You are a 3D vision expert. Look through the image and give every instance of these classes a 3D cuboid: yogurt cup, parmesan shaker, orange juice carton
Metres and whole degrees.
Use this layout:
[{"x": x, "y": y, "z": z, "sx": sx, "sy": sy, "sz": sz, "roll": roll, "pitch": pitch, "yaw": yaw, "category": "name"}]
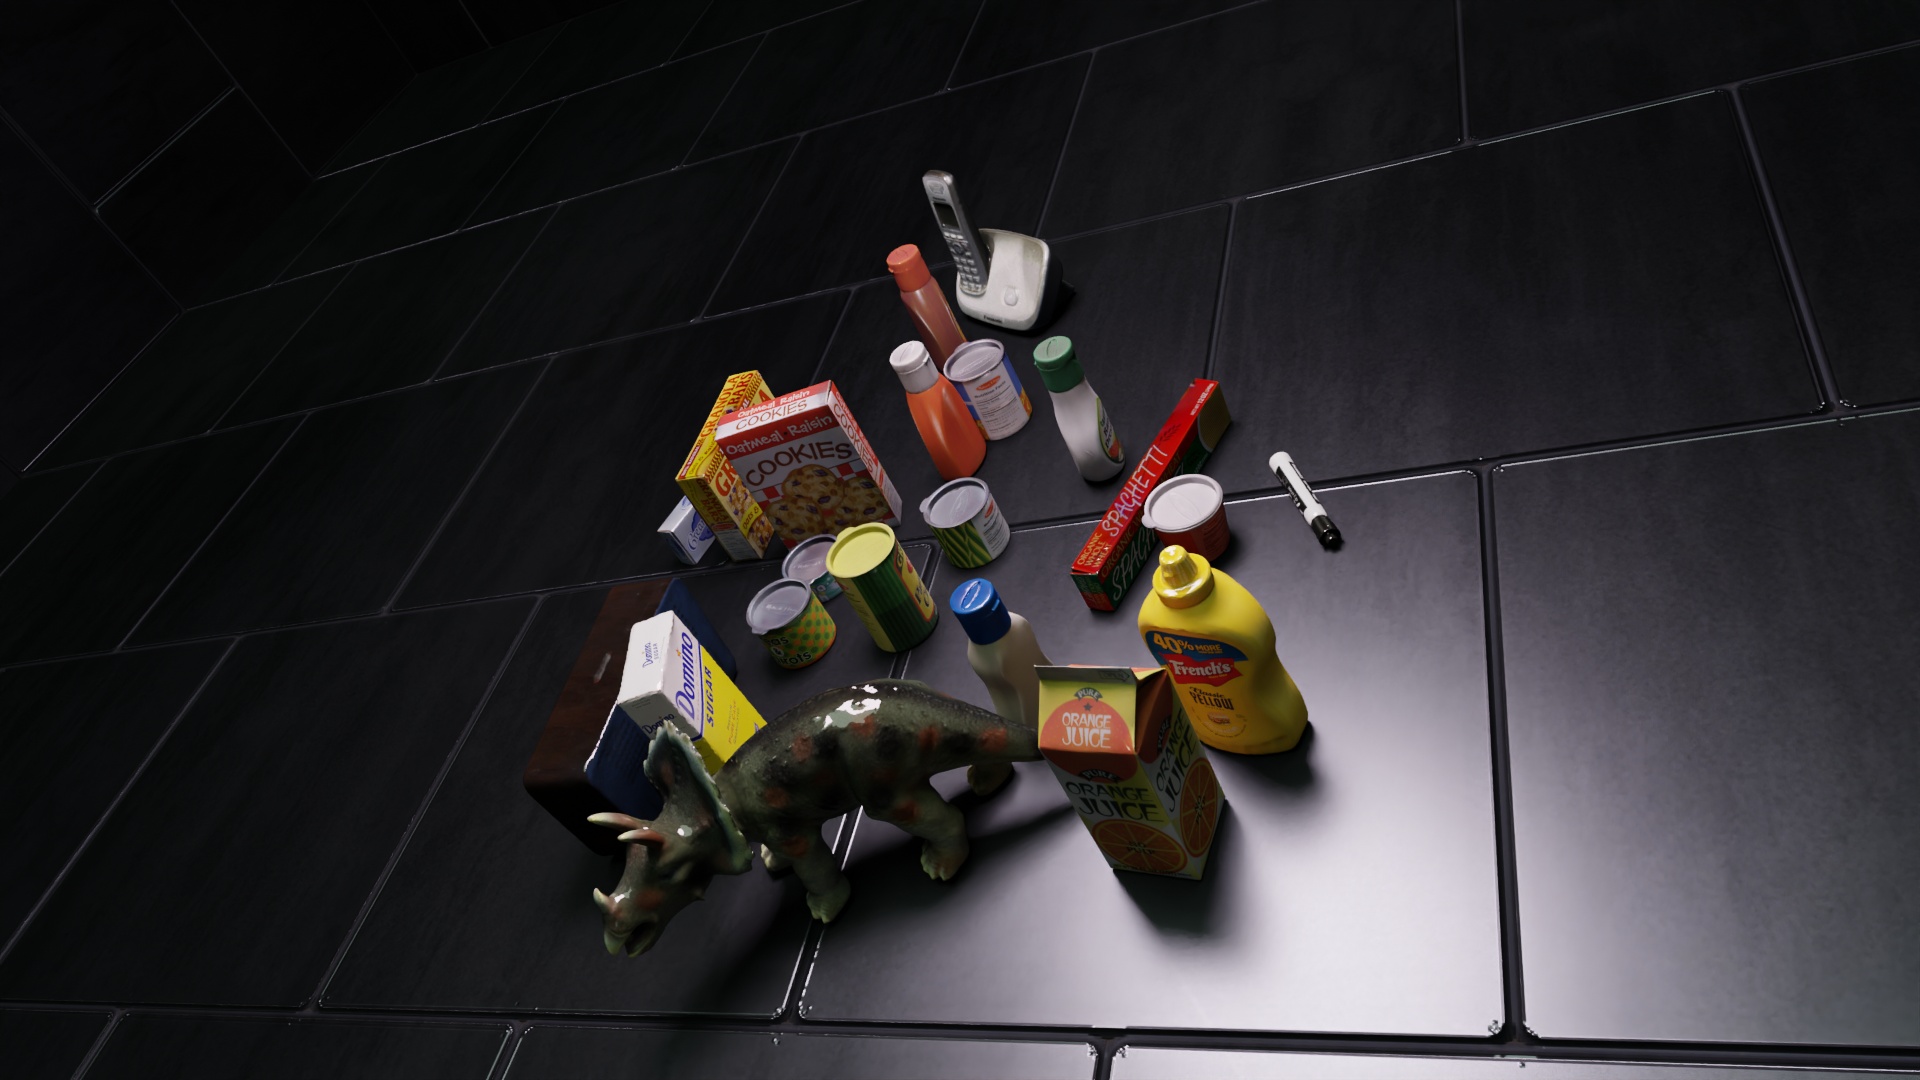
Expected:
[{"x": 0.197, "y": -0.015, "z": 1.189, "sx": 0.072, "sy": 0.053, "sz": 0.073, "roll": -17, "pitch": 39, "yaw": 15, "category": "yogurt cup"}, {"x": -0.070, "y": 0.042, "z": 1.251, "sx": 0.071, "sy": 0.102, "sz": 0.072, "roll": -17, "pitch": 39, "yaw": 15, "category": "parmesan shaker"}, {"x": 0.114, "y": 0.146, "z": 0.946, "sx": 0.072, "sy": 0.192, "sz": 0.073, "roll": -1, "pitch": 46, "yaw": 32, "category": "orange juice carton"}]

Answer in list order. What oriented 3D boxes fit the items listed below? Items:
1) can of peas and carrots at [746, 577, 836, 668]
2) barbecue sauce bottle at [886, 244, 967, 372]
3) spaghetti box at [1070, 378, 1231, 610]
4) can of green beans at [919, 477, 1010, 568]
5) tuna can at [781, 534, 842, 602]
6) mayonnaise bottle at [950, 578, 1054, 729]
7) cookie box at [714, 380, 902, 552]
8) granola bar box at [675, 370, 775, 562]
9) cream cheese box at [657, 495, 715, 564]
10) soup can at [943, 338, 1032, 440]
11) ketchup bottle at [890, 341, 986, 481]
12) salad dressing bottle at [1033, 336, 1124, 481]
[{"x": -0.159, "y": 0.080, "z": 1.299, "sx": 0.071, "sy": 0.058, "sz": 0.071, "roll": -17, "pitch": 39, "yaw": 15, "category": "can of peas and carrots"}, {"x": -0.035, "y": -0.255, "z": 1.527, "sx": 0.044, "sy": 0.148, "sz": 0.065, "roll": -33, "pitch": 38, "yaw": -4, "category": "barbecue sauce bottle"}, {"x": 0.174, "y": -0.044, "z": 1.239, "sx": 0.028, "sy": 0.050, "sz": 0.251, "roll": 9, "pitch": 51, "yaw": 39, "category": "spaghetti box"}, {"x": 0.007, "y": -0.016, "z": 1.306, "sx": 0.071, "sy": 0.057, "sz": 0.071, "roll": -17, "pitch": 39, "yaw": 15, "category": "can of green beans"}, {"x": -0.140, "y": 0.030, "z": 1.365, "sx": 0.071, "sy": 0.032, "sz": 0.071, "roll": -17, "pitch": 39, "yaw": 15, "category": "tuna can"}, {"x": 0.036, "y": 0.091, "z": 1.092, "sx": 0.041, "sy": 0.147, "sz": 0.065, "roll": 4, "pitch": 49, "yaw": 35, "category": "mayonnaise bottle"}, {"x": -0.147, "y": -0.069, "z": 1.371, "sx": 0.123, "sy": 0.166, "sz": 0.040, "roll": -16, "pitch": 40, "yaw": 16, "category": "cookie box"}, {"x": -0.228, "y": -0.079, "z": 1.468, "sx": 0.039, "sy": 0.123, "sz": 0.166, "roll": -8, "pitch": 42, "yaw": 25, "category": "granola bar box"}, {"x": -0.278, "y": -0.029, "z": 1.500, "sx": 0.024, "sy": 0.053, "sz": 0.104, "roll": 5, "pitch": 49, "yaw": 36, "category": "cream cheese box"}, {"x": 0.028, "y": -0.156, "z": 1.429, "sx": 0.071, "sy": 0.083, "sz": 0.072, "roll": -17, "pitch": 39, "yaw": 15, "category": "soup can"}, {"x": -0.023, "y": -0.130, "z": 1.378, "sx": 0.043, "sy": 0.148, "sz": 0.065, "roll": -2, "pitch": 45, "yaw": 31, "category": "ketchup bottle"}, {"x": 0.110, "y": -0.121, "z": 1.288, "sx": 0.044, "sy": 0.147, "sz": 0.064, "roll": -12, "pitch": 41, "yaw": 21, "category": "salad dressing bottle"}]
